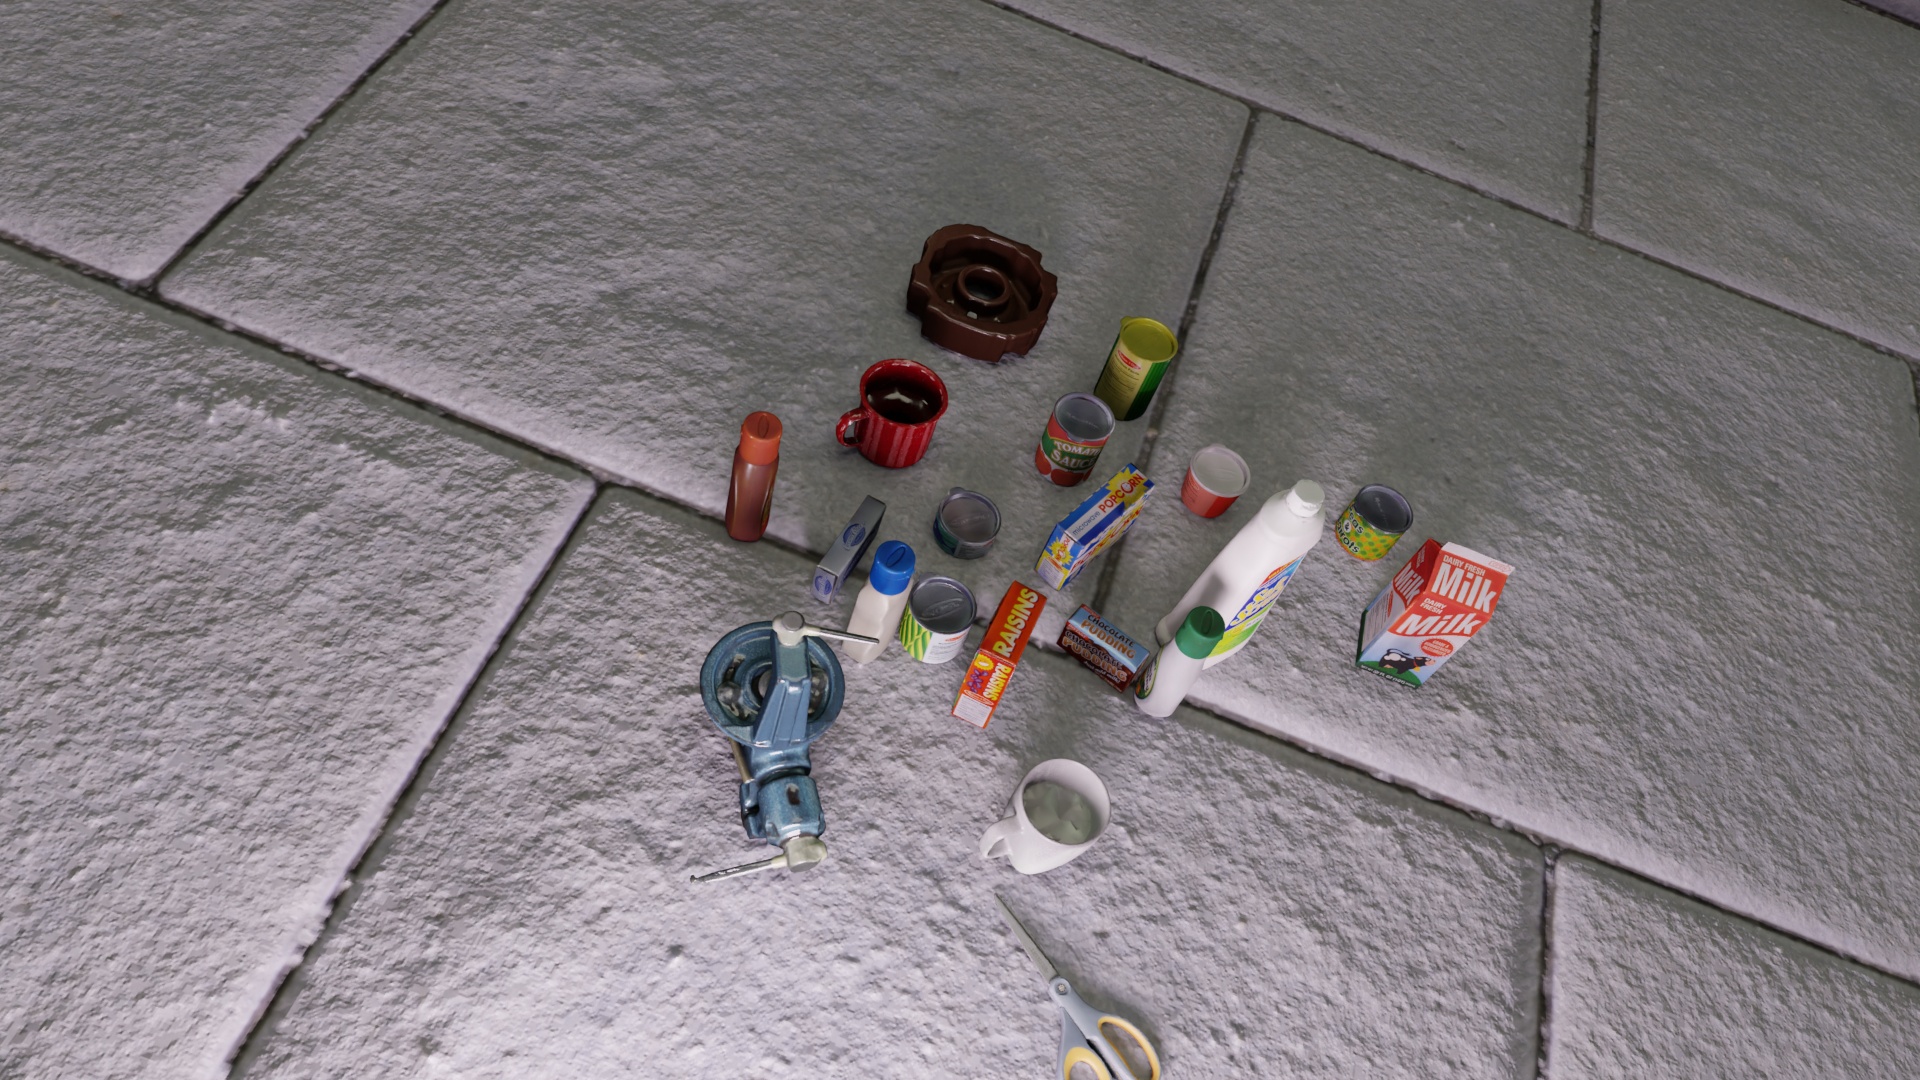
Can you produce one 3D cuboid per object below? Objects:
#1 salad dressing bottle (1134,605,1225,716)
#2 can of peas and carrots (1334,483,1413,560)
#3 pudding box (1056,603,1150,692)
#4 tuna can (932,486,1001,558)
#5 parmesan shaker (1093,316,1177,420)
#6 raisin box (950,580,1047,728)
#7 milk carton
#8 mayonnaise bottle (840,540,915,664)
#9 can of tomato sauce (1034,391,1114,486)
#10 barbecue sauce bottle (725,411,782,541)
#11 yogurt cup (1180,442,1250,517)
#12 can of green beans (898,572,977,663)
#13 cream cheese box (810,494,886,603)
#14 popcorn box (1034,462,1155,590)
[{"bbox_3d":[0.207,0.114,1.313,0.044,0.146,0.064,22,53,1],"label":"salad dressing bottle"},{"bbox_3d":[0.453,-0.019,1.530,0.071,0.058,0.071,7,54,-10],"label":"can of peas and carrots"},{"bbox_3d":[0.140,0.105,1.361,0.084,0.049,0.030,37,55,12],"label":"pudding box"},{"bbox_3d":[0.005,-0.018,1.422,0.071,0.032,0.071,7,54,-10],"label":"tuna can"},{"bbox_3d":[0.193,-0.193,1.554,0.071,0.102,0.071,7,54,-10],"label":"parmesan shaker"},{"bbox_3d":[0.035,0.106,1.286,0.040,0.122,0.086,26,53,4],"label":"raisin box"},{"bbox_3d":[0.474,0.065,1.394,0.072,0.189,0.074,21,53,-1],"label":"milk carton"},{"bbox_3d":[-0.073,0.054,1.278,0.041,0.147,0.065,33,54,9],"label":"mayonnaise bottle"},{"bbox_3d":[0.121,-0.106,1.485,0.071,0.082,0.071,7,54,-10],"label":"can of tomato sauce"},{"bbox_3d":[-0.197,-0.064,1.327,0.044,0.147,0.065,8,54,-10],"label":"barbecue sauce bottle"},{"bbox_3d":[0.275,-0.061,1.514,0.072,0.053,0.073,7,54,-10],"label":"yogurt cup"},{"bbox_3d":[-0.022,0.076,1.332,0.071,0.057,0.071,7,54,-10],"label":"can of green beans"},{"bbox_3d":[-0.109,0.009,1.359,0.024,0.053,0.104,28,53,5],"label":"cream cheese box"},{"bbox_3d":[0.137,-0.014,1.423,0.038,0.084,0.127,41,55,15],"label":"popcorn box"}]
